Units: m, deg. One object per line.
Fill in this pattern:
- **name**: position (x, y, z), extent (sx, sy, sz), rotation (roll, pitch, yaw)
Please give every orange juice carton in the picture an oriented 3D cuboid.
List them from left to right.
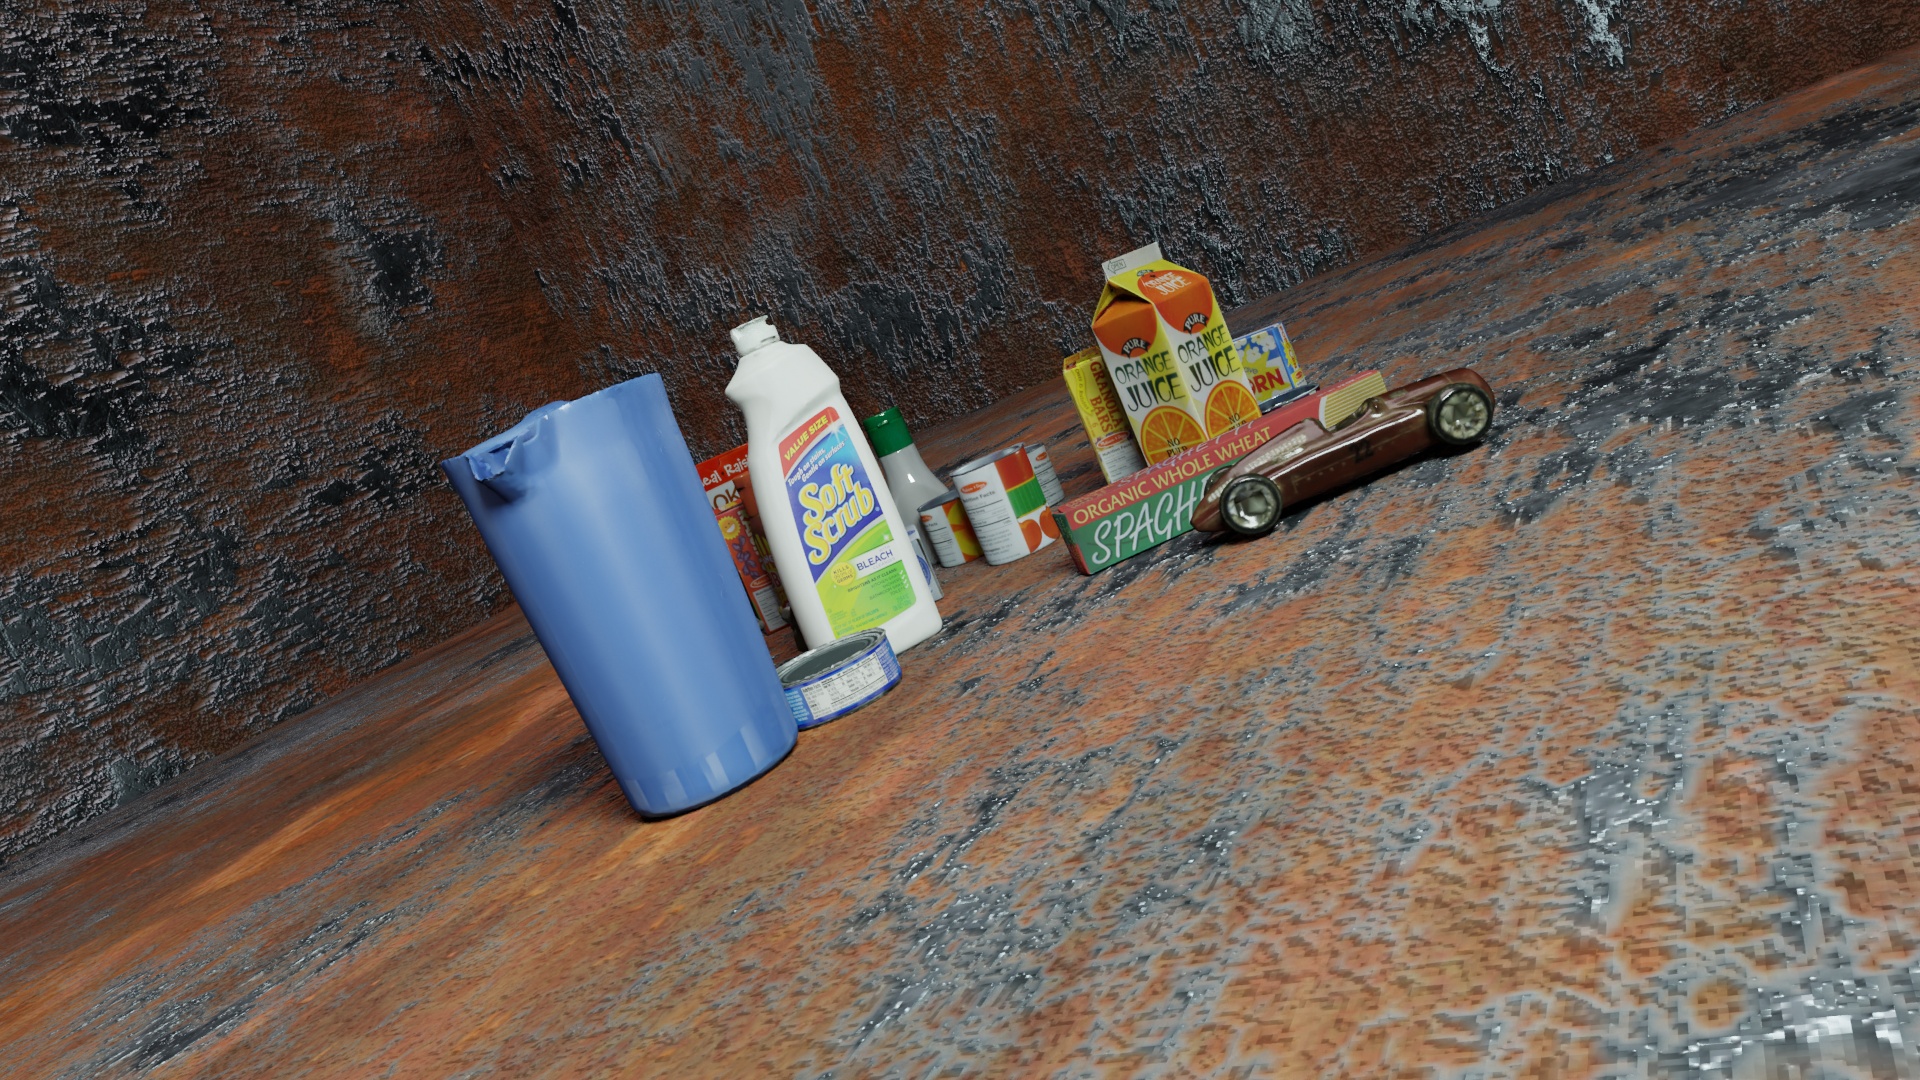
- **orange juice carton**: position (0.170, -0.138, 1.098), extent (0.072, 0.192, 0.073), rotation (-29, 10, -37)

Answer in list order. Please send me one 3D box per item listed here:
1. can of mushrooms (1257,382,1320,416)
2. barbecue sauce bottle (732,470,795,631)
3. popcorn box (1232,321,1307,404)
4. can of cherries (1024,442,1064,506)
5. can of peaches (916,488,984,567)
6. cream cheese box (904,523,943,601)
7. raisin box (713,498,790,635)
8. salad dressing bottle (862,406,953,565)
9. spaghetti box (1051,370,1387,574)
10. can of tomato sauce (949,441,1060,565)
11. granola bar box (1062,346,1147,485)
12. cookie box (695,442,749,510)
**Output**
- **can of mushrooms**: position (0.270, -0.102, 1.151), extent (0.071, 0.033, 0.071), rotation (-23, 8, 3)
- **barbecue sauce bottle**: position (-0.153, 0.006, 1.218), extent (0.044, 0.148, 0.064), rotation (-28, 9, -33)
- **popcorn box**: position (0.243, -0.135, 1.250), extent (0.126, 0.085, 0.038), rotation (-18, 9, 32)
- **can of cherries**: position (0.059, -0.056, 1.347), extent (0.071, 0.058, 0.071), rotation (-23, 8, 3)
- **can of peaches**: position (0.004, -0.016, 1.241), extent (0.071, 0.058, 0.071), rotation (-23, 8, 3)
- **cream cheese box**: position (-0.037, 0.020, 1.143), extent (0.024, 0.053, 0.104), rotation (-24, 8, -1)
- **raisin box**: position (-0.194, 0.022, 1.316), extent (0.040, 0.123, 0.086), rotation (-25, 8, -10)
- **salad dressing bottle**: position (-0.045, -0.050, 1.285), extent (0.064, 0.147, 0.044), rotation (-23, 8, 3)
- **spaghetti box**: position (0.187, -0.048, 0.971), extent (0.250, 0.050, 0.029), rotation (-24, 8, -6)
- **can of tomato sauce**: position (0.039, -0.030, 1.152), extent (0.071, 0.083, 0.071), rotation (-23, 8, 3)
- **granola bar box**: position (0.131, -0.109, 1.255), extent (0.039, 0.124, 0.166), rotation (-22, 8, 8)
- **cookie box**: position (-0.238, -0.006, 1.463), extent (0.123, 0.167, 0.040), rotation (-30, 10, -41)
